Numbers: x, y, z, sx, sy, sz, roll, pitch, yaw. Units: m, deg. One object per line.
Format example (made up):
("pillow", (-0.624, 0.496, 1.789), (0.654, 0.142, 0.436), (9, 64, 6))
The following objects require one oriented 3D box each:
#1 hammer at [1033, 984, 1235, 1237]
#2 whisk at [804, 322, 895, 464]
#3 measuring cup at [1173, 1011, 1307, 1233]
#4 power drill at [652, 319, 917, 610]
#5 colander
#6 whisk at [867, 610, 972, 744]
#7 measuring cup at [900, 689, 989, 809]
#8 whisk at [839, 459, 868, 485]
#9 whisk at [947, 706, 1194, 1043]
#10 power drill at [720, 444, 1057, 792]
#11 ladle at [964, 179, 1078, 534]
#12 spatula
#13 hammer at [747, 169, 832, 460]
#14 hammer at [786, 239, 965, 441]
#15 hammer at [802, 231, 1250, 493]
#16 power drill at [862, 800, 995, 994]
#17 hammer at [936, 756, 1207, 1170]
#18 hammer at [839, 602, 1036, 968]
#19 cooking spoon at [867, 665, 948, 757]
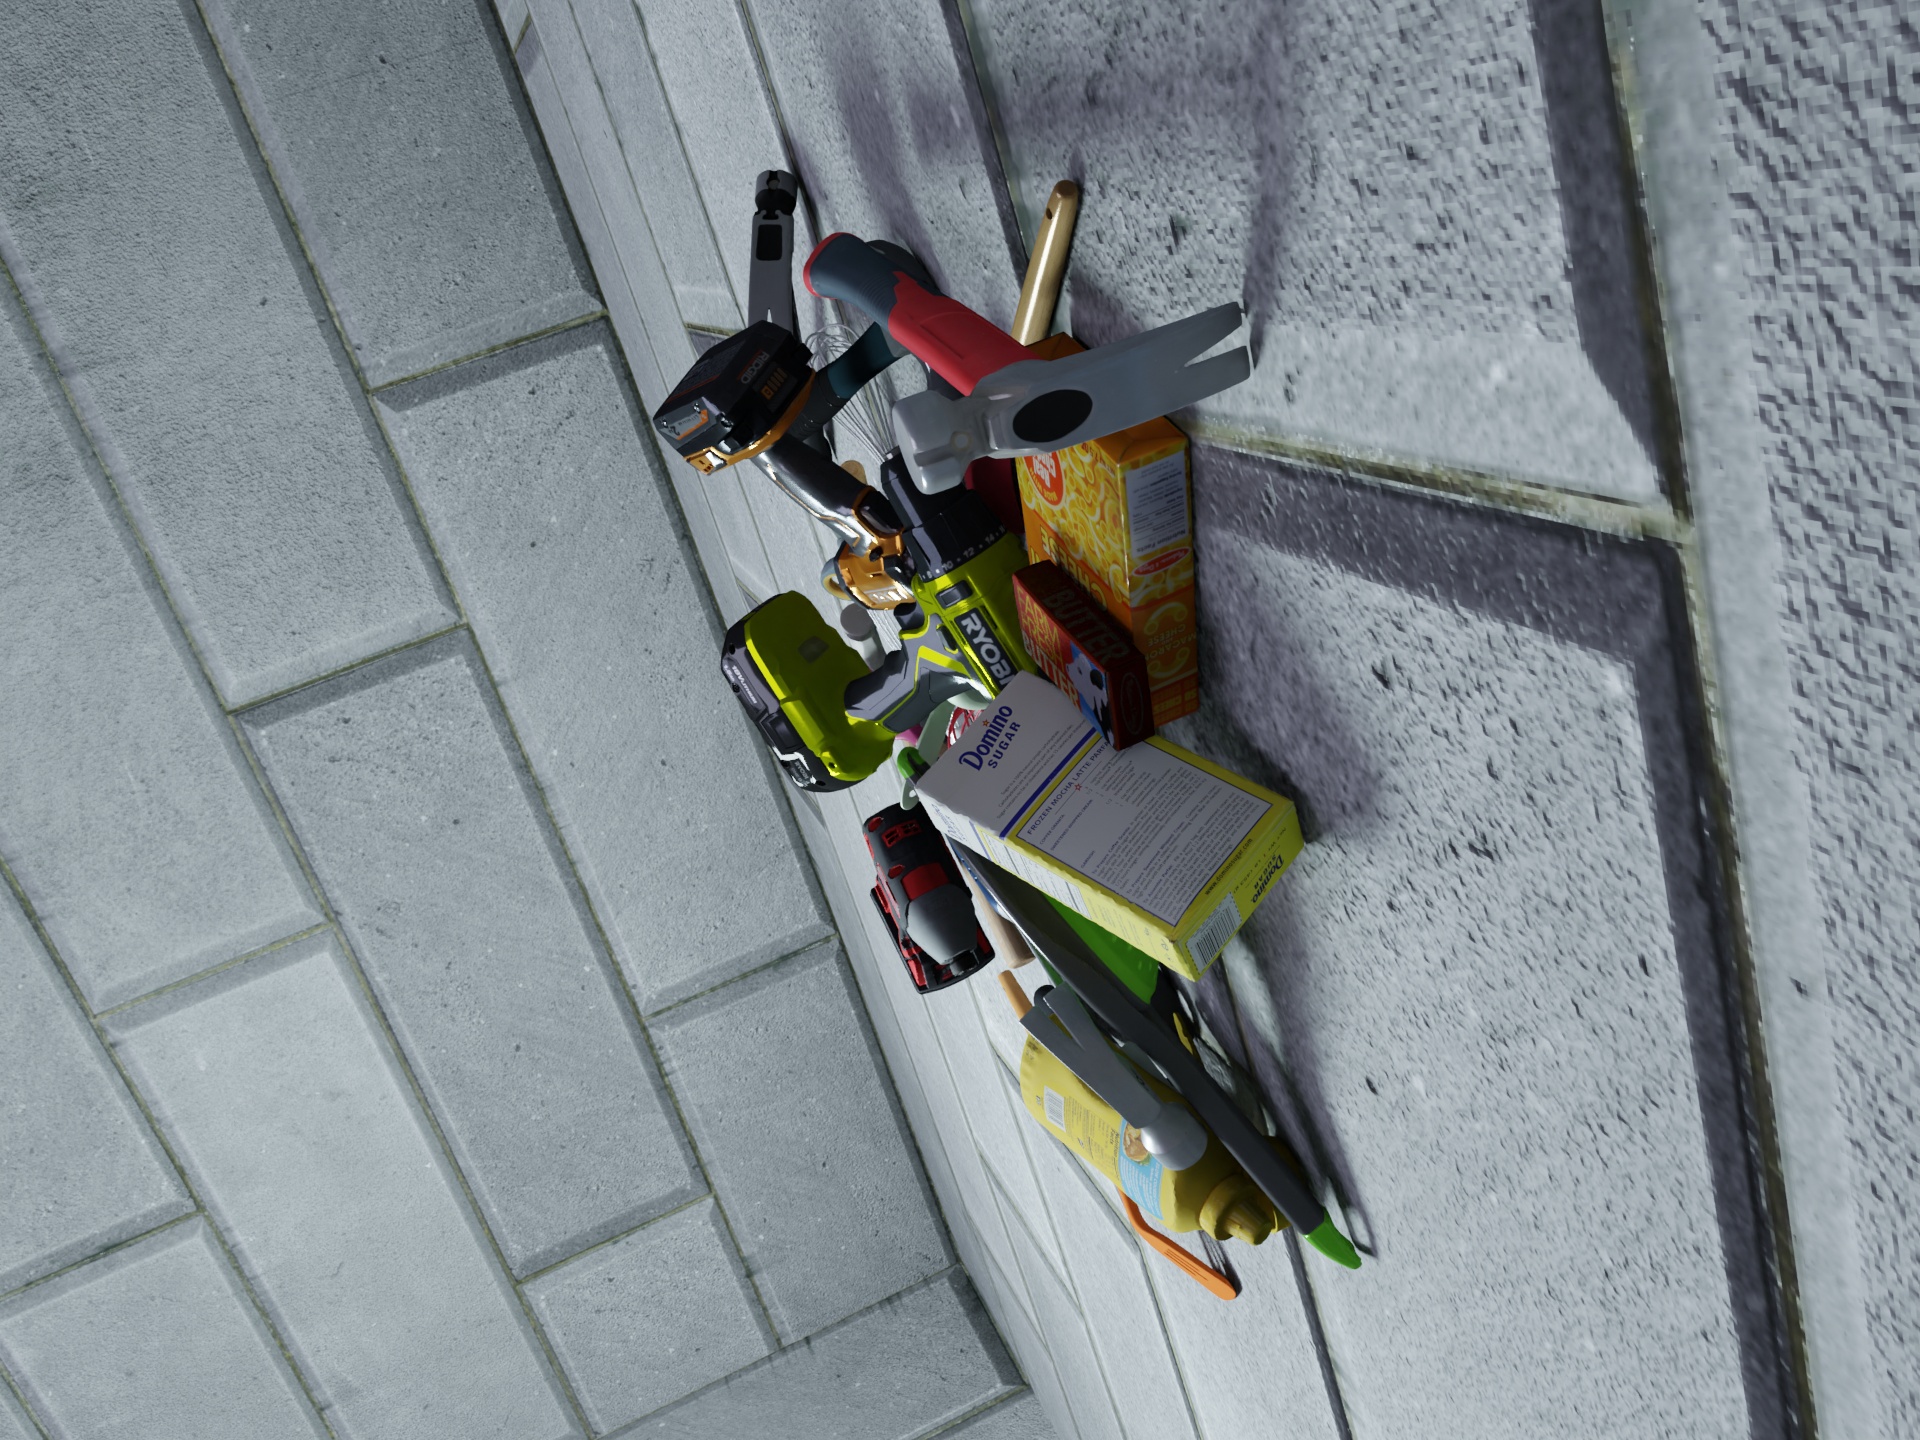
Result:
("hammer", (0.120, 0.263, 1.231), (0.149, 0.036, 0.409), (59, 171, -9))
("whisk", (-0.052, -0.193, 1.183), (0.057, 0.059, 0.246), (-6, -118, -56))
("measuring cup", (0.178, 0.249, 1.014), (0.062, 0.029, 0.157), (84, 166, -52))
("power drill", (-0.076, -0.158, 1.054), (0.226, 0.084, 0.185), (42, 160, -24))
("colander", (0.125, 0.141, 0.923), (0.397, 0.094, 0.204), (49, -177, 0))
("whisk", (-0.011, -0.018, 1.290), (0.284, 0.070, 0.070), (67, 170, -26))
("measuring cup", (-0.002, -0.003, 1.089), (0.038, 0.083, 0.167), (43, 118, 46))
("whisk", (-0.079, -0.150, 1.314), (0.051, 0.047, 0.244), (60, 174, 16))
("whisk", (0.077, 0.101, 1.118), (0.296, 0.073, 0.073), (57, 166, 16))
("power drill", (-0.043, -0.058, 1.002), (0.228, 0.080, 0.190), (-23, 104, 40))
("ladle", (0.032, -0.186, 0.863), (0.069, 0.031, 0.315), (64, 166, 16))
("spatula", (0.123, 0.343, 1.325), (0.323, 0.041, 0.081), (59, 169, 23))
("hammer", (-0.137, -0.287, 1.319), (0.334, 0.035, 0.146), (87, -177, -69))
("hammer", (-0.088, -0.234, 1.119), (0.331, 0.033, 0.128), (-15, 97, 64))
("hammer", (-0.001, -0.198, 0.772), (0.387, 0.143, 0.038), (-123, 15, -61))
("power drill", (-0.024, 0.157, 1.324), (0.143, 0.078, 0.219), (62, 173, 16))
("hammer", (0.035, 0.126, 1.052), (0.144, 0.035, 0.406), (47, -176, -31))
("hammer", (-0.018, 0.060, 1.361), (0.331, 0.031, 0.130), (63, 176, 17))
("cooking spoon", (-0.013, 0.028, 1.264), (0.319, 0.017, 0.068), (37, 132, 38))
